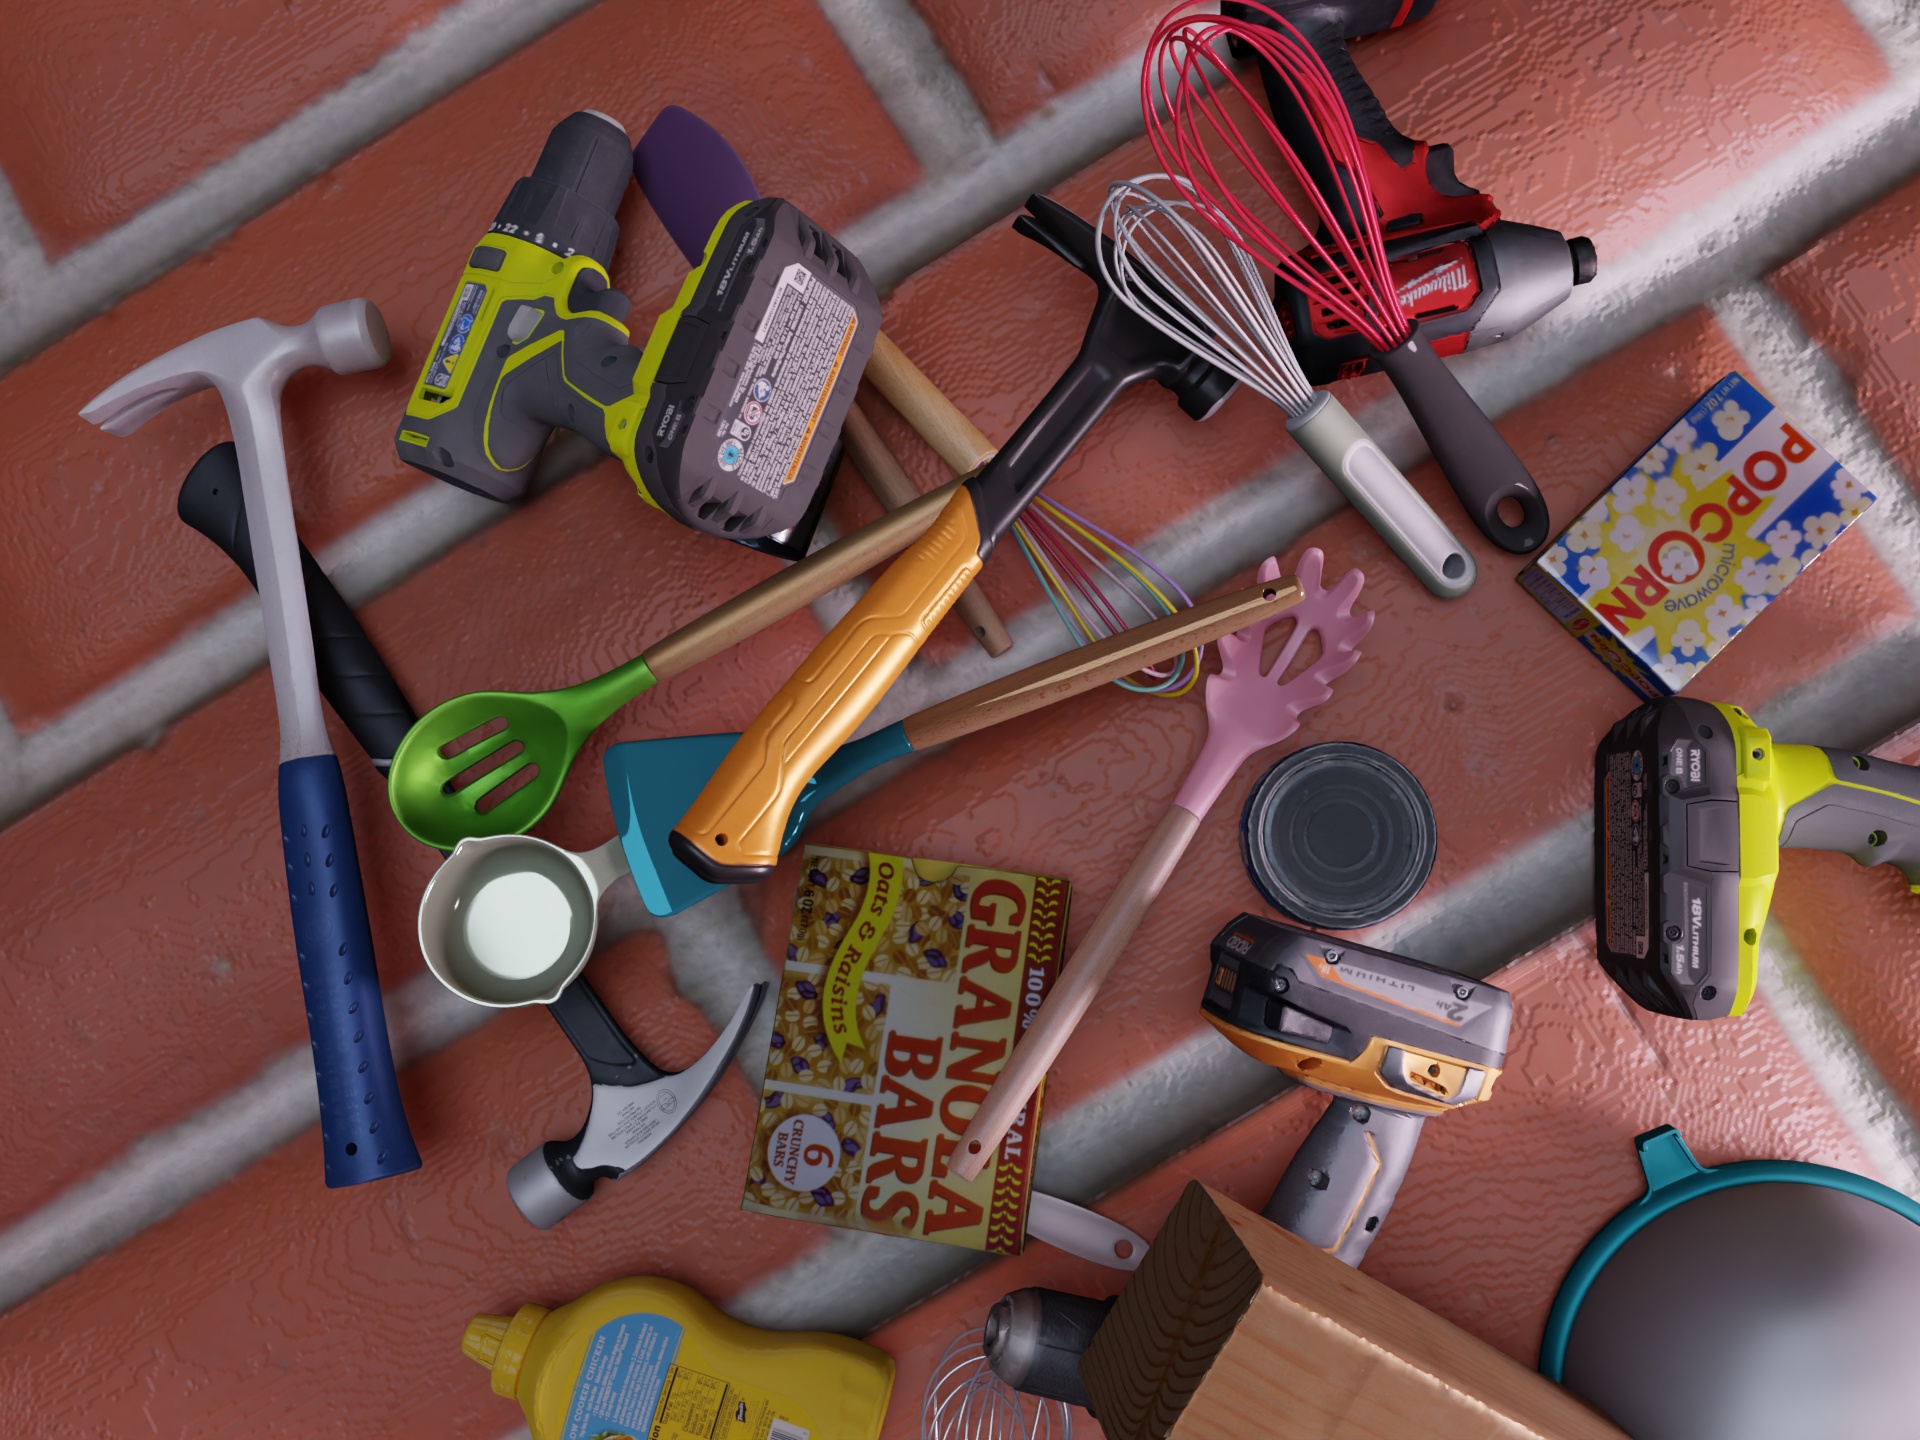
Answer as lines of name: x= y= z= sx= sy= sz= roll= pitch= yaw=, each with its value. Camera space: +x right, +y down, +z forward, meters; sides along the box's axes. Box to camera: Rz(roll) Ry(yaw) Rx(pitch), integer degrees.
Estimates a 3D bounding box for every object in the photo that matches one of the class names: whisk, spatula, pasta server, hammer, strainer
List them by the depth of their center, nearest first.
strainer: x=0.413 y=0.315 z=0.638 sx=0.340 sy=0.095 sz=0.211 roll=20 pitch=86 yaw=9
whisk: x=0.172 y=-0.175 z=0.670 sx=0.073 sy=0.073 sz=0.295 roll=-44 pitch=116 yaw=0
hammer: x=-0.014 y=-0.073 z=0.683 sx=0.127 sy=0.034 sz=0.337 roll=40 pitch=74 yaw=-7
whisk: x=0.005 y=0.407 z=0.692 sx=0.070 sy=0.070 sz=0.284 roll=7 pitch=90 yaw=6
pasta server: x=0.085 y=0.061 z=0.695 sx=0.060 sy=0.040 sz=0.316 roll=31 pitch=77 yaw=14
whisk: x=0.148 y=-0.143 z=0.700 sx=0.246 sy=0.059 sz=0.058 roll=44 pitch=86 yaw=-15
spatula: x=-0.001 y=-0.002 z=0.700 sx=0.317 sy=0.044 sz=0.082 roll=-21 pitch=78 yaw=10
hammer: x=-0.309 y=0.009 z=0.736 sx=0.144 sy=0.035 sz=0.406 roll=-12 pitch=82 yaw=2
whisk: x=0.022 y=-0.101 z=0.748 sx=0.051 sy=0.047 sz=0.245 roll=-40 pitch=77 yaw=-11
hammer: x=-0.252 y=0.031 z=0.764 sx=0.149 sy=0.036 sz=0.409 roll=-37 pitch=82 yaw=0
spatula: x=-0.065 y=-0.164 z=0.767 sx=0.059 sy=0.018 sz=0.316 roll=-37 pitch=83 yaw=37

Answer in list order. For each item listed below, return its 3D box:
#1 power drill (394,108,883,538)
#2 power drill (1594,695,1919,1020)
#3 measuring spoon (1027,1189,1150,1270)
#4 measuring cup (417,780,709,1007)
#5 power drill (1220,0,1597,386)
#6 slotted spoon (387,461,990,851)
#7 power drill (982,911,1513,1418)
power drill: x=-0.149 y=-0.181 z=0.716 sx=0.229 sy=0.080 sz=0.190 roll=20 pitch=86 yaw=38
power drill: x=0.396 y=0.068 z=0.676 sx=0.223 sy=0.080 sz=0.171 roll=2 pitch=84 yaw=3
measuring spoon: x=0.030 y=0.224 z=0.729 sx=0.124 sy=0.018 sz=0.034 roll=22 pitch=79 yaw=1
measuring cup: x=-0.163 y=0.069 z=0.723 sx=0.167 sy=0.038 sz=0.083 roll=-30 pitch=83 yaw=-17
power drill: x=0.201 y=-0.273 z=0.730 sx=0.143 sy=0.078 sz=0.220 roll=-12 pitch=87 yaw=6
slotted spoon: x=-0.118 y=-0.035 z=0.726 sx=0.314 sy=0.031 sz=0.070 roll=-29 pitch=99 yaw=1
power drill: x=0.121 y=0.200 z=0.672 sx=0.185 sy=0.084 sz=0.226 roll=16 pitch=88 yaw=-9
